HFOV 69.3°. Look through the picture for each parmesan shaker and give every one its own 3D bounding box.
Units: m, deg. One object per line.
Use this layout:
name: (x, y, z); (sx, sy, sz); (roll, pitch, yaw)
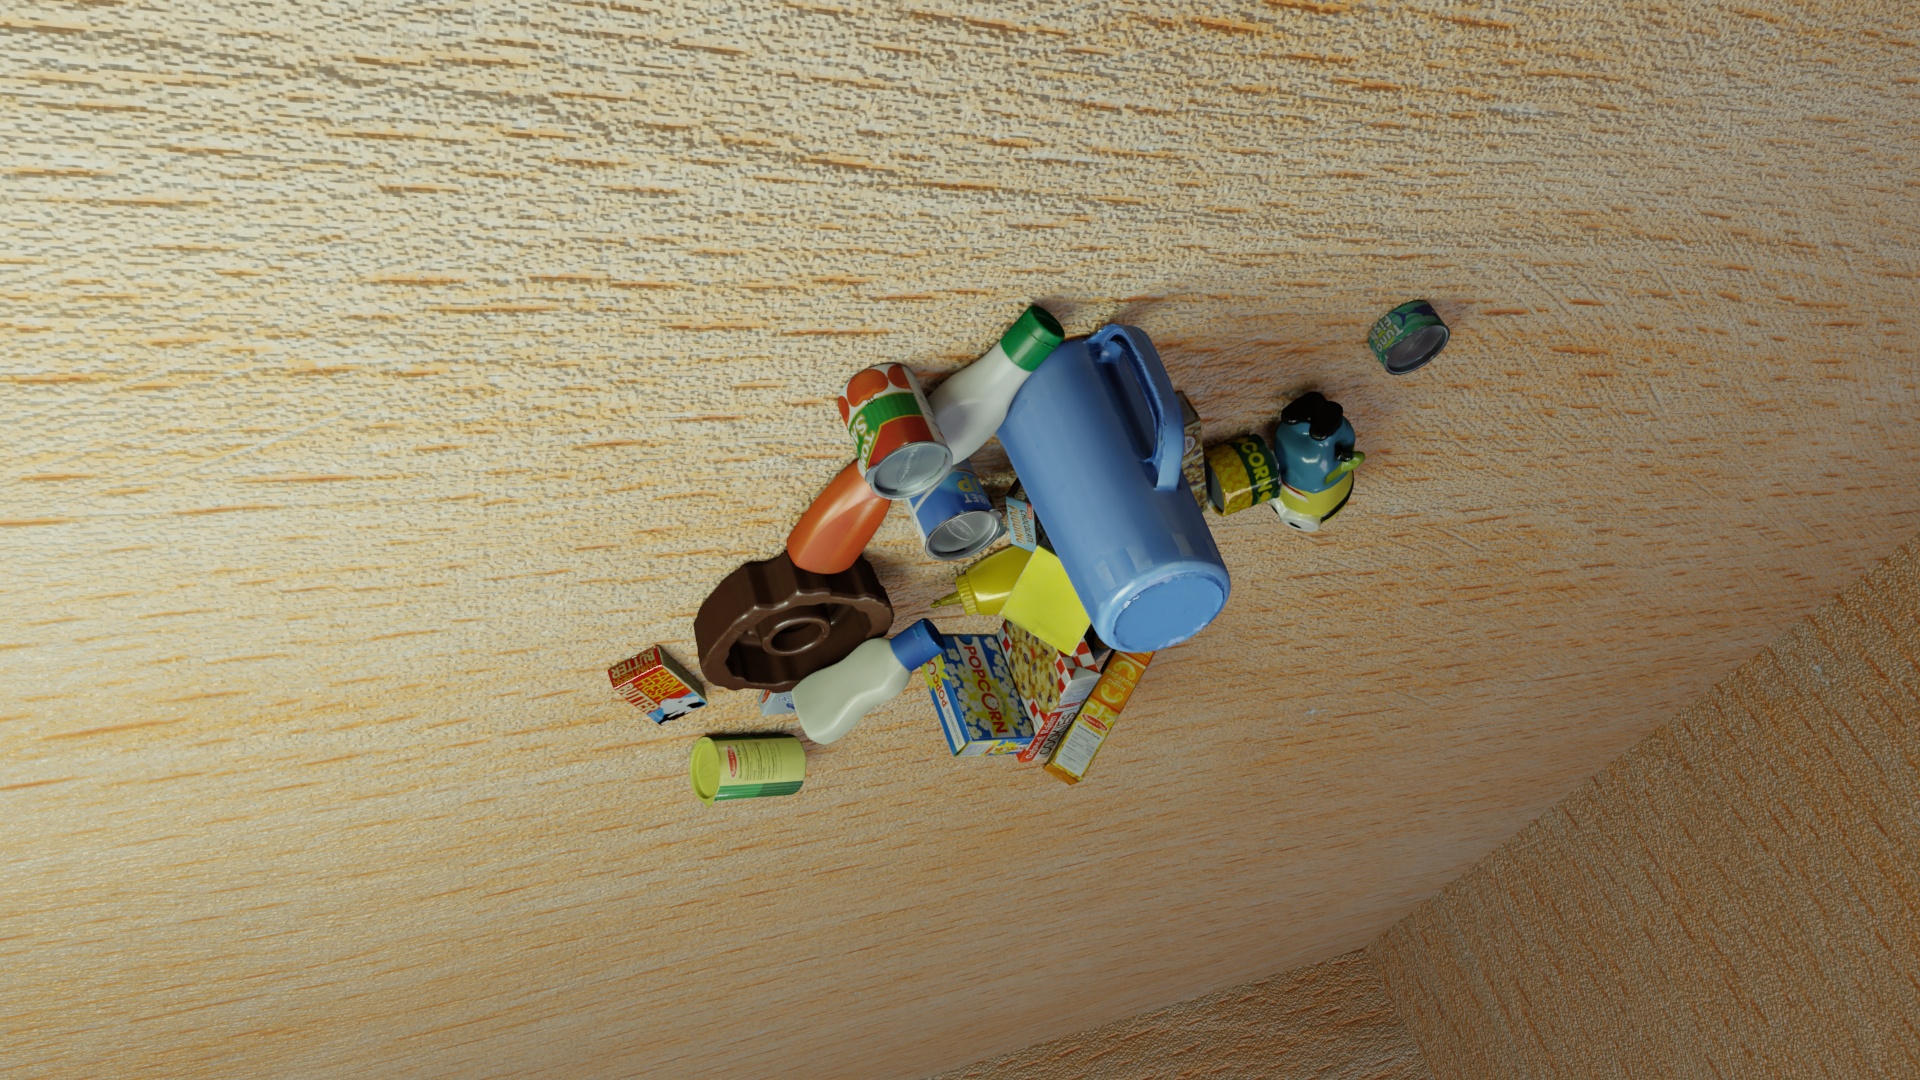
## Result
parmesan shaker: (-0.221, 0.239, 1.446); (0.103, 0.071, 0.071); (4, 139, -39)

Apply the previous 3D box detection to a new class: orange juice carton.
orange juice carton: (0.101, 0.028, 1.232); (0.072, 0.072, 0.193); (-62, 174, 19)

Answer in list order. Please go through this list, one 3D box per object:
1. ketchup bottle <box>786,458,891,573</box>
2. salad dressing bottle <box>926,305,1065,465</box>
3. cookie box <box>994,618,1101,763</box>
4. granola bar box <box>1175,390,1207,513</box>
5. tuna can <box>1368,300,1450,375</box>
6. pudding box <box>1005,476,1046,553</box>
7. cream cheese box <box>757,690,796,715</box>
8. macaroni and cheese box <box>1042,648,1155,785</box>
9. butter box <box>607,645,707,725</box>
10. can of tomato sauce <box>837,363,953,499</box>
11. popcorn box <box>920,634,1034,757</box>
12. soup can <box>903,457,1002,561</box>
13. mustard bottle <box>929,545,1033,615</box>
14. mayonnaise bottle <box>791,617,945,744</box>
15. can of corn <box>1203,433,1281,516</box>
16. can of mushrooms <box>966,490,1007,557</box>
ketchup bottle: (-0.086, -0.033, 1.154); (0.065, 0.044, 0.148); (3, 139, -39)
salad dressing bottle: (0.022, -0.122, 1.096); (0.064, 0.044, 0.147); (18, 128, -41)
cookie box: (0.080, 0.137, 1.450); (0.040, 0.123, 0.166); (-7, 145, -25)
granola bar box: (0.165, -0.056, 1.297); (0.124, 0.039, 0.165); (-24, 149, -1)
tuna can: (0.410, -0.186, 1.276); (0.071, 0.033, 0.070); (-18, 148, -11)
pudding box: (0.067, -0.031, 1.256); (0.050, 0.030, 0.083); (-58, 159, -26)
cream cheese box: (-0.149, 0.150, 1.407); (0.104, 0.024, 0.053); (-2, 144, -32)
macaroni and cheese box: (0.150, 0.182, 1.495); (0.167, 0.040, 0.123); (-58, 174, -10)
butter box: (-0.281, 0.136, 1.294); (0.053, 0.024, 0.103); (-26, 149, 2)
can of tomato sauce: (-0.053, -0.083, 1.062); (0.071, 0.083, 0.070); (-17, 148, -11)
popcorn box: (0.015, 0.160, 1.436); (0.085, 0.127, 0.038); (3, 142, -37)
soup can: (-0.011, -0.037, 1.161); (0.071, 0.084, 0.071); (-18, 148, -11)
mustard bottle: (0.047, 0.039, 1.341); (0.160, 0.065, 0.048); (-17, 149, 0)
mayonnaise bottle: (-0.083, 0.124, 1.269); (0.148, 0.065, 0.041); (-34, 146, 12)
can of corn: (0.266, -0.063, 1.329); (0.058, 0.071, 0.071); (-20, 149, -7)
can of mushrooms: (0.004, -0.016, 1.253); (0.071, 0.033, 0.070); (-17, 148, -11)
